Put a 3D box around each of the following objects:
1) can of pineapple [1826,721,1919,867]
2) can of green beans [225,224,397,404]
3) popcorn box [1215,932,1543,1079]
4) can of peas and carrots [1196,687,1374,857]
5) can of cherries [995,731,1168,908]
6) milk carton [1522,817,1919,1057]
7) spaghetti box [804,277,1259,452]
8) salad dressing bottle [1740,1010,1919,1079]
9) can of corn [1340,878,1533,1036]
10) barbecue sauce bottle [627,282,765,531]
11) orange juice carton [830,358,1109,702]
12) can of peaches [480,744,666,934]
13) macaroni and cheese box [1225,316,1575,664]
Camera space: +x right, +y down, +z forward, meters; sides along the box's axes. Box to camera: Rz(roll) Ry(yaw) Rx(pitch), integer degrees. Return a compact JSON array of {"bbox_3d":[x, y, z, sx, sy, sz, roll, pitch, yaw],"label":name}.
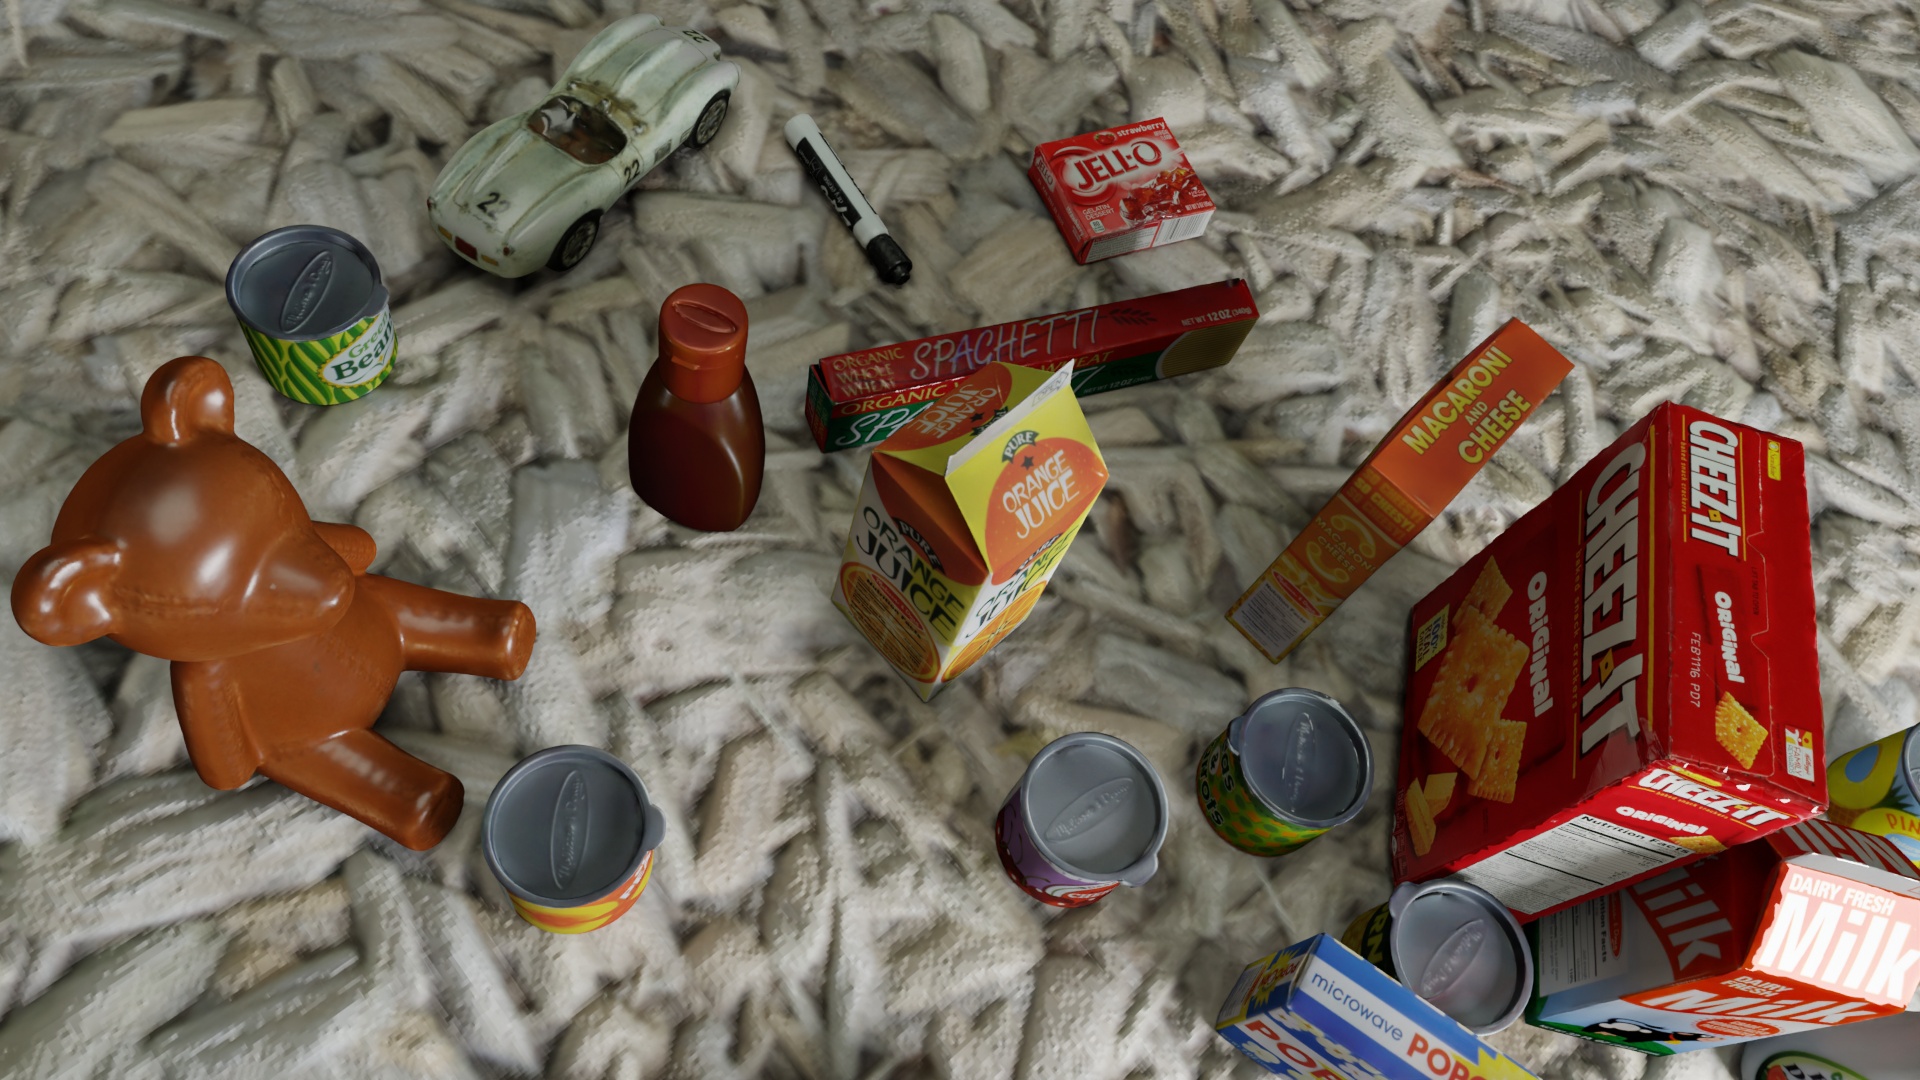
[{"bbox_3d":[0.493,0.133,0.715,0.071,0.057,0.071,5,62,-10],"label":"can of pineapple"},{"bbox_3d":[-0.308,-0.107,0.665,0.071,0.057,0.071,5,62,-10],"label":"can of green beans"},{"bbox_3d":[0.180,0.222,0.585,0.127,0.084,0.038,34,61,6],"label":"popcorn box"},{"bbox_3d":[0.148,0.109,0.652,0.071,0.058,0.071,5,62,-10],"label":"can of peas and carrots"},{"bbox_3d":[0.054,0.128,0.621,0.071,0.058,0.072,5,62,-10],"label":"can of cherries"},{"bbox_3d":[0.321,0.163,0.586,0.072,0.189,0.074,15,61,-4],"label":"milk carton"},{"bbox_3d":[0.040,-0.095,0.739,0.251,0.050,0.029,-14,67,-19],"label":"spaghetti box"},{"bbox_3d":[0.404,0.224,0.597,0.064,0.147,0.044,44,63,11],"label":"salad dressing bottle"},{"bbox_3d":[0.209,0.189,0.624,0.071,0.058,0.071,5,62,-10],"label":"can of corn"},{"bbox_3d":[-0.118,-0.058,0.629,0.065,0.147,0.044,23,61,0],"label":"barbecue sauce bottle"},{"bbox_3d":[0.002,-0.008,0.604,0.072,0.191,0.073,-38,77,-26],"label":"orange juice carton"},{"bbox_3d":[-0.159,0.125,0.576,0.071,0.057,0.071,5,62,-10],"label":"can of peaches"},{"bbox_3d":[0.205,-0.020,0.670,0.040,0.165,0.124,44,63,11],"label":"macaroni and cheese box"}]
